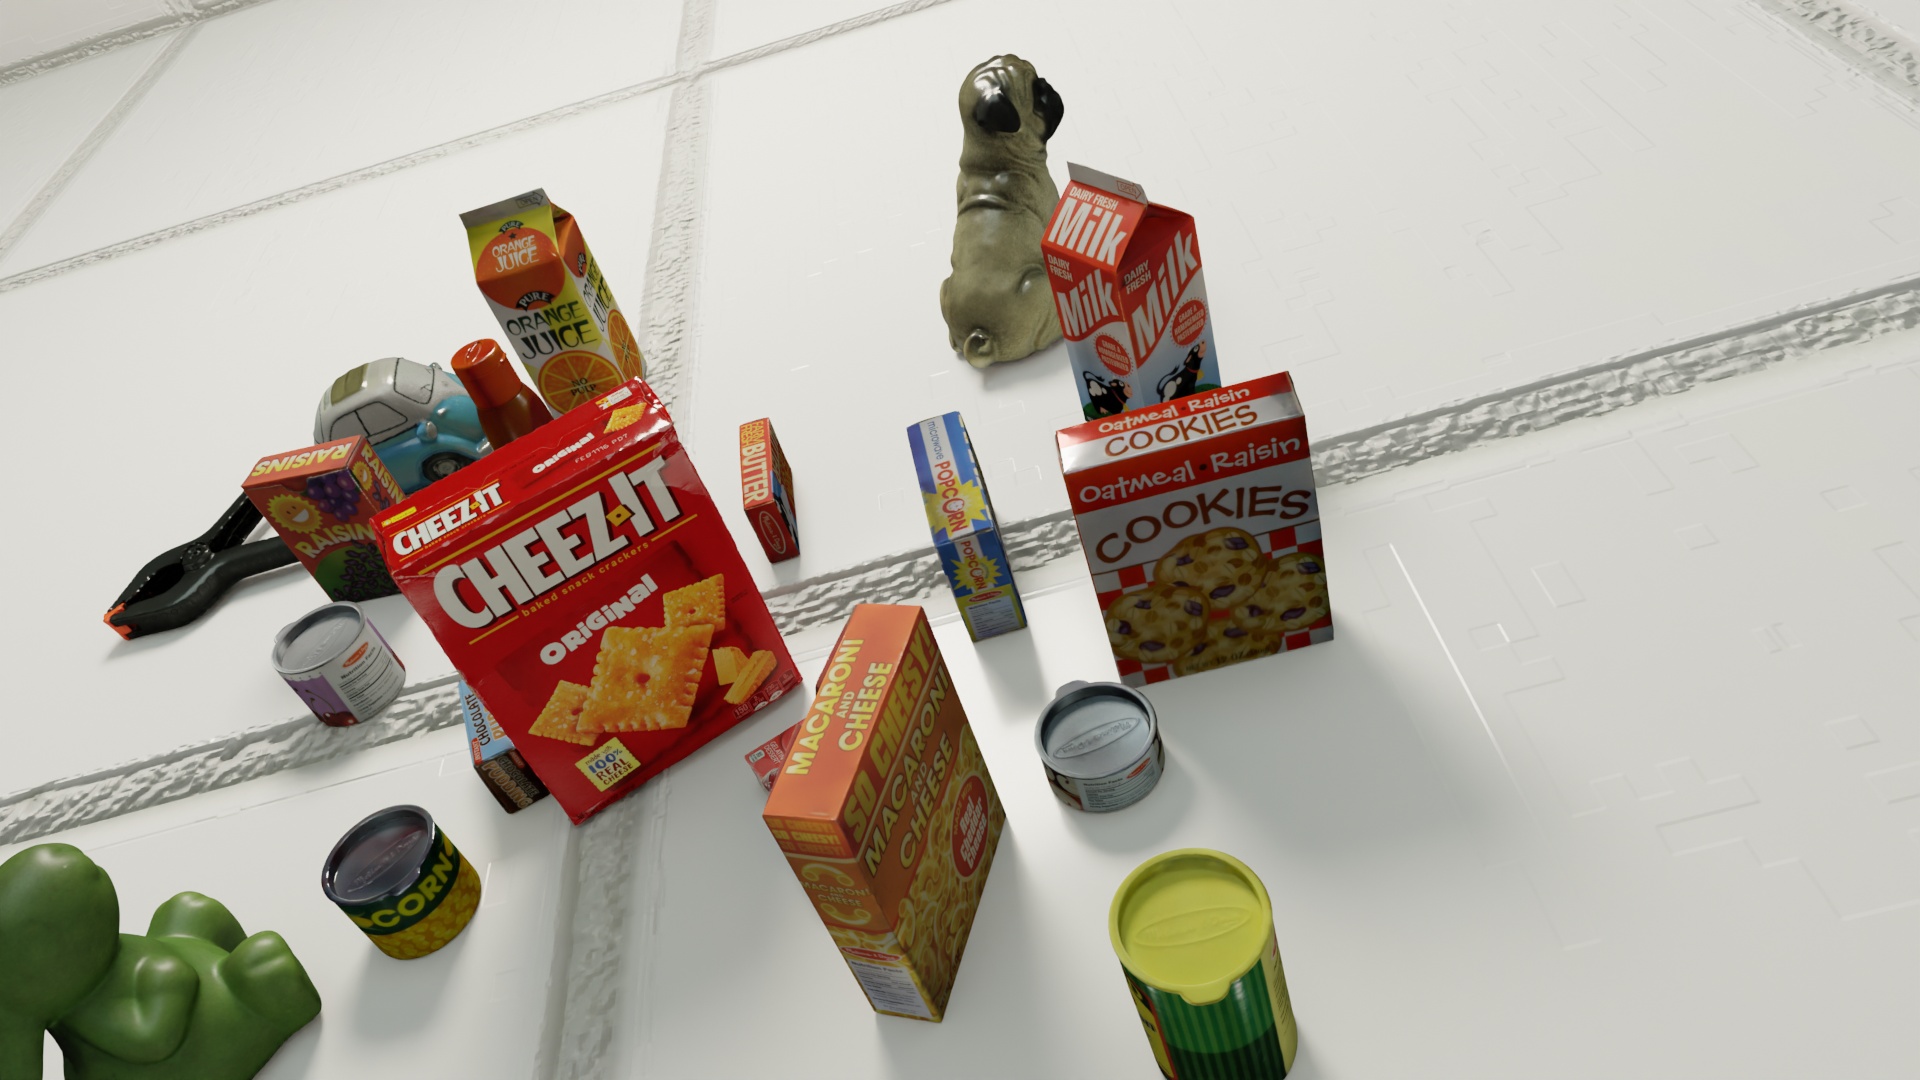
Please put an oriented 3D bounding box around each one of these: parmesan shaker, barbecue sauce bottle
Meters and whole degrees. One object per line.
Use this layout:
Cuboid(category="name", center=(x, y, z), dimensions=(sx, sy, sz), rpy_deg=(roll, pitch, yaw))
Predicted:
Cuboid(category="parmesan shaker", center=(0.105, 0.190, 0.590), dimensions=(0.071, 0.102, 0.072), rpy_deg=(-11, 41, 10))
Cuboid(category="barbecue sauce bottle", center=(-0.324, -0.080, 1.026), dimensions=(0.043, 0.147, 0.065), rpy_deg=(-12, 41, 10))

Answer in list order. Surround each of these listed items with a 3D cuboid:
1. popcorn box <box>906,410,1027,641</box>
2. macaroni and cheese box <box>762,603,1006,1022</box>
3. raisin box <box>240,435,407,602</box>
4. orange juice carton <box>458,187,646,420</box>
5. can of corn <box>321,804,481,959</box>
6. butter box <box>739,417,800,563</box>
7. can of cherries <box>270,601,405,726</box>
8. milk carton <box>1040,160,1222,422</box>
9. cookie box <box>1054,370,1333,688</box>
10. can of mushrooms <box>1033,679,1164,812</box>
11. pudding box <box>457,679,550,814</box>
Cuboid(category="popcorn box", center=(0.003, -0.011, 0.869), dimensions=(0.038, 0.084, 0.127), rpy_deg=(-18, 40, 2))
Cuboid(category="macaroni and cheese box", center=(-0.030, 0.131, 0.661), dimensions=(0.040, 0.165, 0.124), rpy_deg=(0, 44, 22))
Cuboid(category="raisin box", center=(-0.450, -0.012, 1.020), dimensions=(0.086, 0.122, 0.040), rpy_deg=(-10, 41, 11))
Cuboid(category="orange juice carton", center=(-0.325, -0.189, 1.116), dimensions=(0.072, 0.191, 0.073), rpy_deg=(-15, 40, 6))
Cuboid(category="can of corn", center=(-0.313, 0.194, 0.784), dimensions=(0.071, 0.058, 0.071), rpy_deg=(-11, 41, 10))
Cuboid(category="butter box", center=(-0.135, -0.037, 0.977), dimensions=(0.024, 0.053, 0.104), rpy_deg=(-17, 40, 3))
Cuboid(category="can of cherries", center=(-0.426, 0.084, 0.952), dimensions=(0.071, 0.058, 0.072), rpy_deg=(-11, 41, 10))
Cuboid(category="milk carton", center=(0.111, -0.158, 0.910), dimensions=(0.074, 0.189, 0.072), rpy_deg=(-38, 43, -20))
Cuboid(category="cookie box", center=(0.128, -0.001, 0.745), dimensions=(0.123, 0.166, 0.040), rpy_deg=(-14, 40, 6))
Cuboid(category="can of mushrooms", center=(0.074, 0.109, 0.746), dimensions=(0.071, 0.033, 0.071), rpy_deg=(-11, 41, 10))
Cuboid(category="pudding box", center=(-0.283, 0.122, 0.861), dimensions=(0.030, 0.049, 0.084), rpy_deg=(-26, 40, -8))
